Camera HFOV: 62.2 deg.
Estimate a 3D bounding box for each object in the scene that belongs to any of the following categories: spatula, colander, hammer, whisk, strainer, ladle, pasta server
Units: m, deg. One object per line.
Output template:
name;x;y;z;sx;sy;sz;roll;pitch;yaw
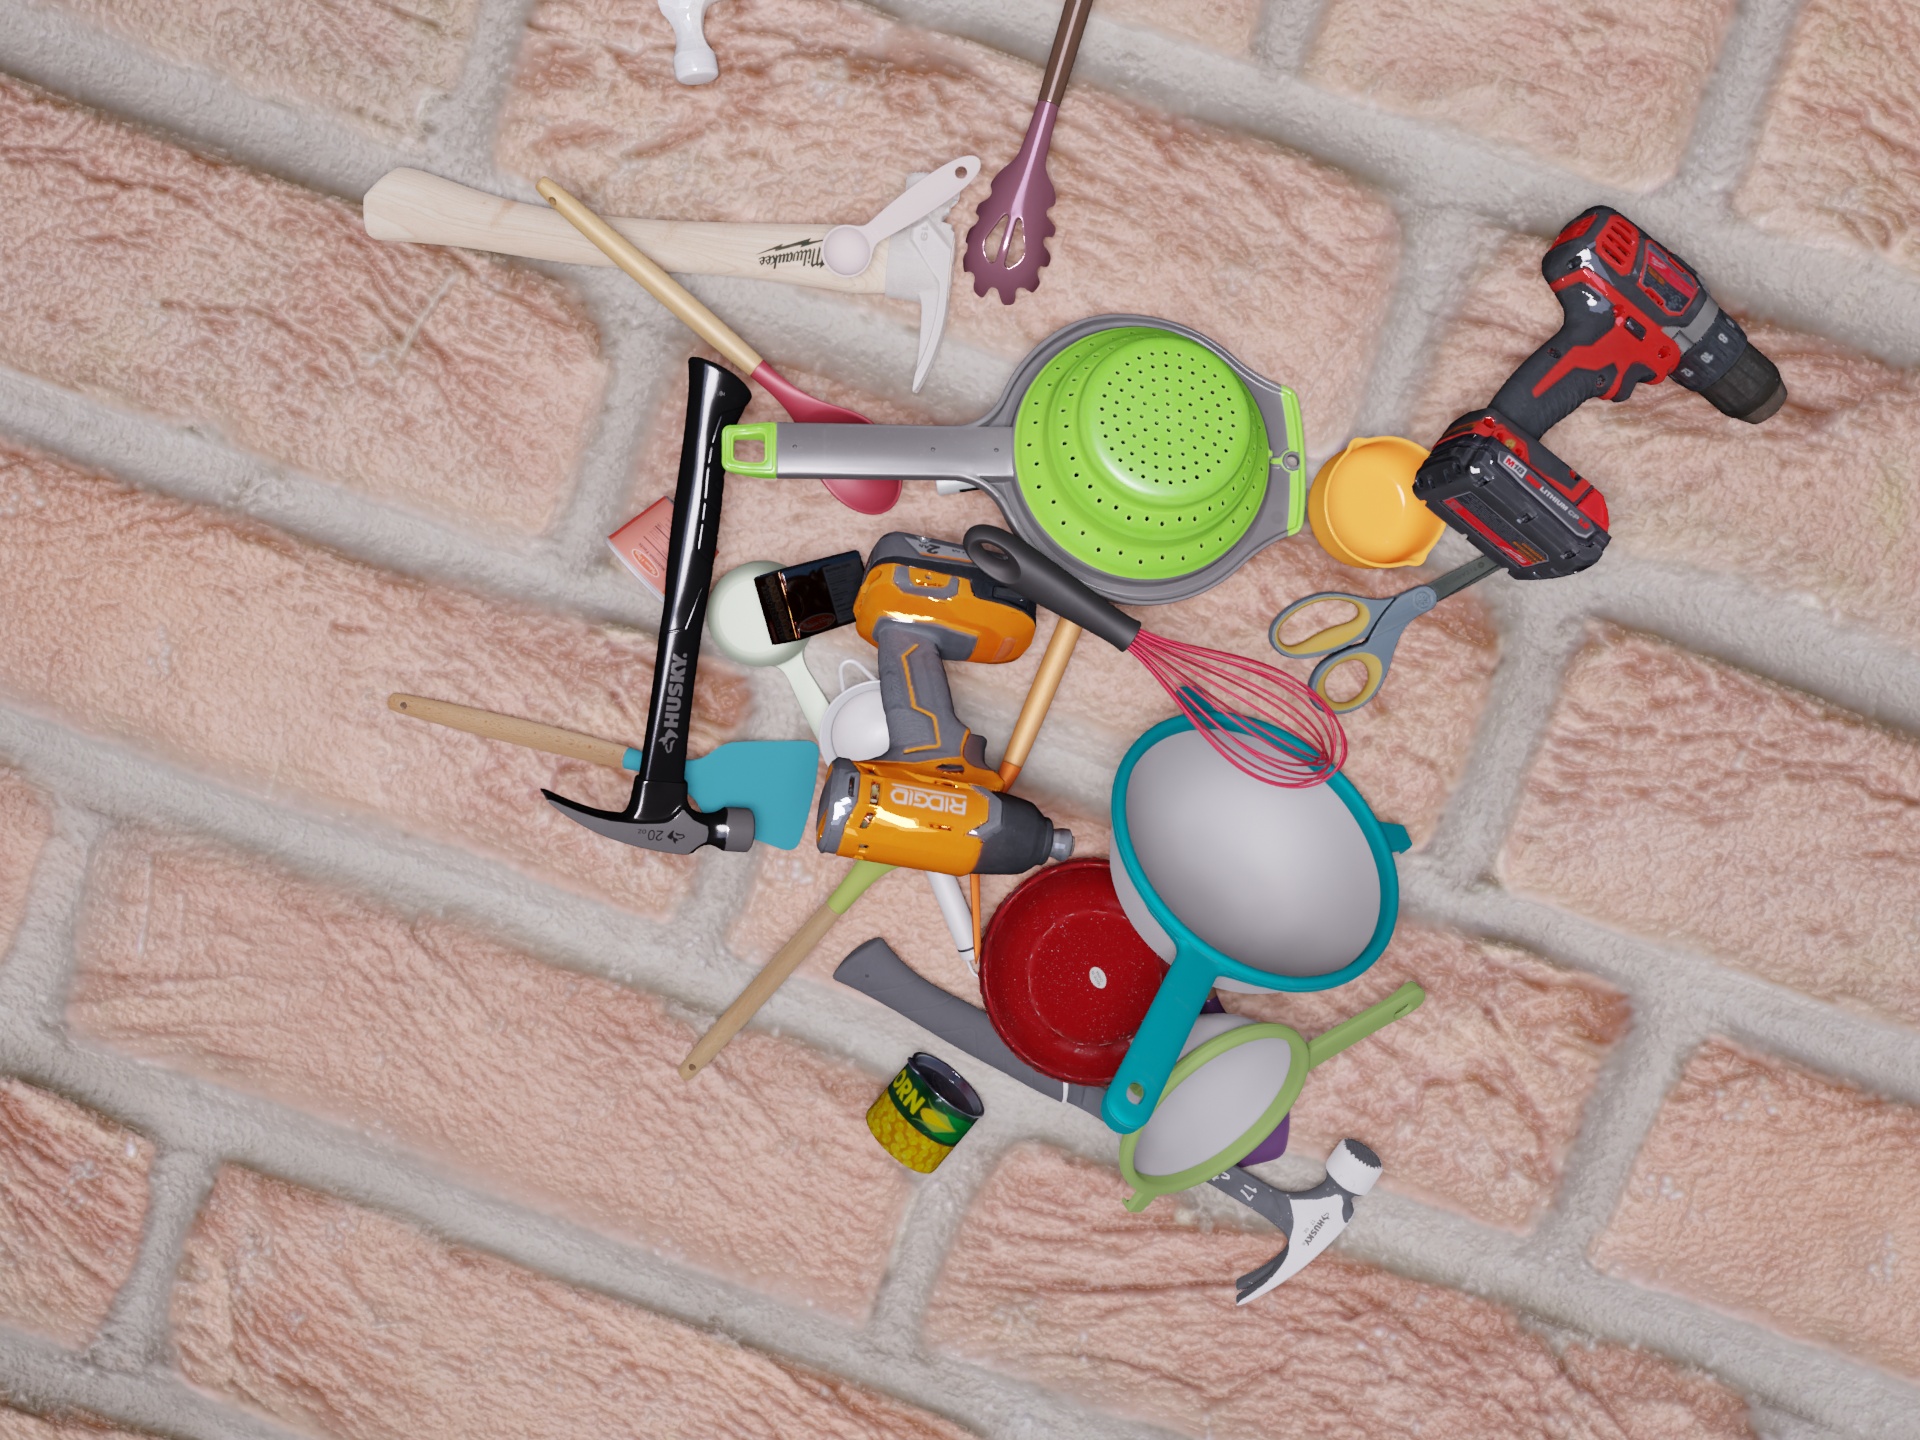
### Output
spatula;0.054;0.012;1.111;0.041;0.081;0.322;23;88;0
colander;0.044;-0.184;1.033;0.397;0.094;0.204;0;82;-6
hammer;-0.193;-0.076;1.076;0.146;0.035;0.335;6;98;-24
whisk;0.129;-0.045;1.045;0.295;0.073;0.073;31;98;-7
strainer;-0.032;0.071;1.140;0.087;0.050;0.258;-21;101;6
ladle;-0.108;0.155;1.125;0.078;0.062;0.320;40;109;-4
hammer;-0.210;-0.321;1.105;0.410;0.038;0.146;7;99;3
strainer;0.153;0.144;1.037;0.211;0.340;0.095;34;140;2
spatula;0.173;0.176;1.150;0.060;0.018;0.316;-18;97;10
hammer;-0.044;-0.529;1.070;0.331;0.033;0.128;-11;97;5
ladle;-0.160;-0.256;1.083;0.315;0.031;0.069;40;131;-13
strainer;0.201;0.224;1.090;0.256;0.069;0.151;-23;135;-21
spatula;-0.264;0.022;1.158;0.317;0.044;0.082;14;97;7
pasta server;0.067;-0.437;1.061;0.060;0.040;0.316;17;101;1
hammer;0.090;0.276;1.156;0.409;0.036;0.149;30;107;2

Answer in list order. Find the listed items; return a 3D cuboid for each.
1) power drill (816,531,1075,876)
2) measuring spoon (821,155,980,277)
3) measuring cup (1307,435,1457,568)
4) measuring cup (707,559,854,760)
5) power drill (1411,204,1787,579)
power drill;-0.002;-0.003;1.045;0.164;0.084;0.227;11;58;-10
measuring spoon;-0.039;-0.339;1.065;0.124;0.018;0.034;-34;98;2
measuring cup;0.316;-0.167;1.086;0.173;0.052;0.095;-31;95;-7
measuring cup;-0.121;-0.036;1.131;0.083;0.038;0.167;-28;92;7
power drill;0.425;-0.200;1.042;0.188;0.080;0.227;37;81;-9
